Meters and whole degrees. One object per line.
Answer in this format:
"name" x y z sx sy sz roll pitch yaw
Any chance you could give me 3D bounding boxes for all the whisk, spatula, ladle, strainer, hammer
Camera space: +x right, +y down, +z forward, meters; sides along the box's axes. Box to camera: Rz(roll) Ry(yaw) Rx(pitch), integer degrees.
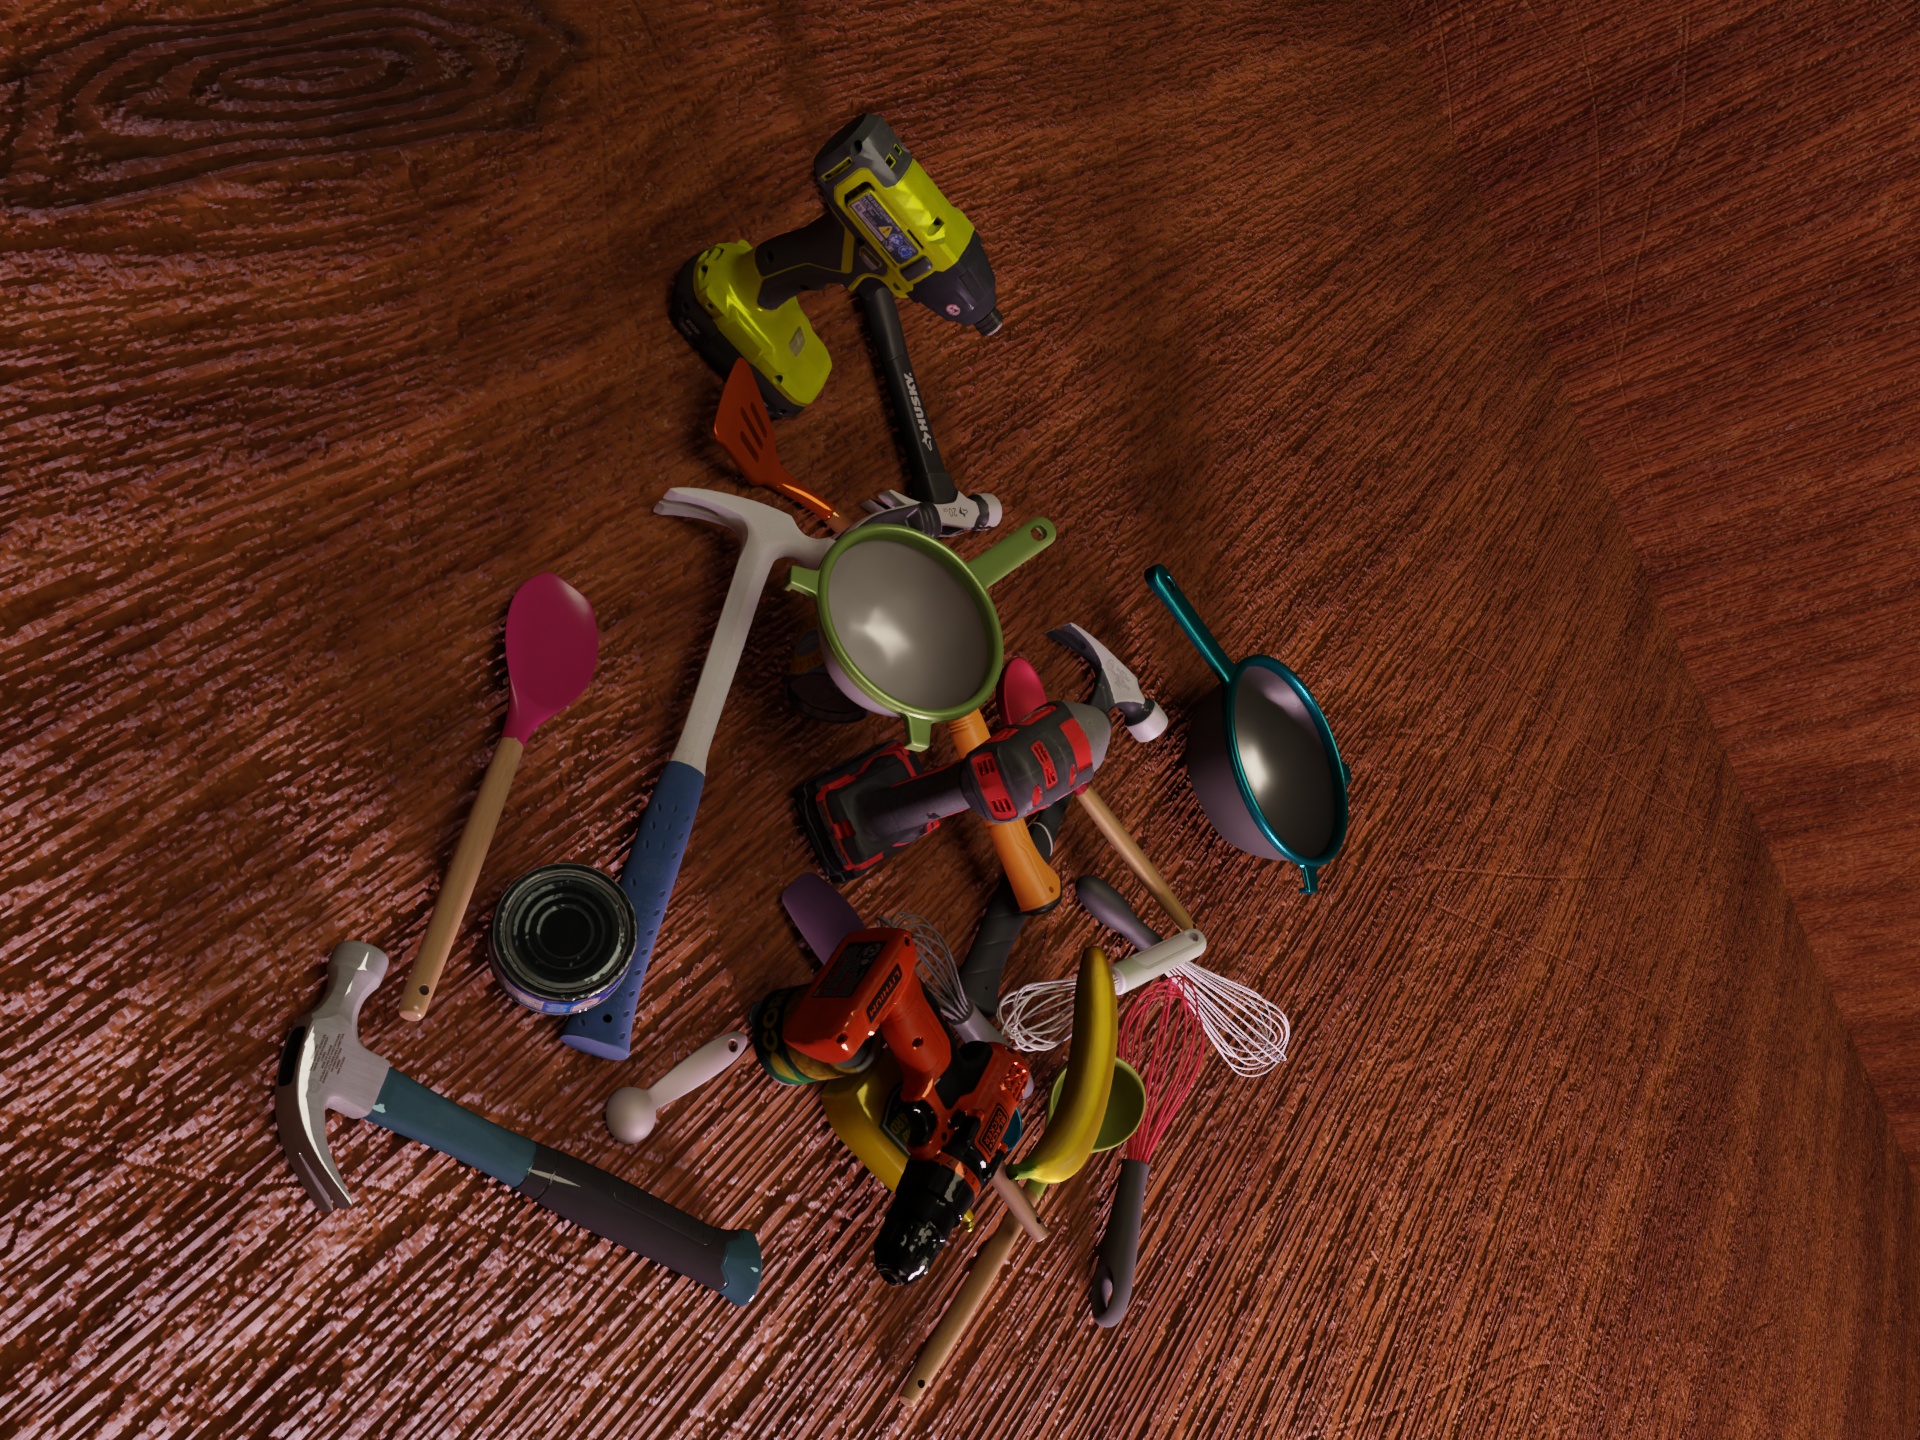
"whisk" -0.003 0.214 1.163 0.238 0.055 0.055 56 40 -39
"spatula" -0.027 0.242 1.139 0.316 0.018 0.060 56 34 -4
"spatula" -0.081 -0.151 1.246 0.322 0.041 0.081 39 48 -34
"whisk" 0.120 0.214 1.296 0.246 0.058 0.059 -16 131 -42
"ladle" 0.046 0.367 1.172 0.078 0.062 0.320 48 46 -6
"strainer" 0.246 0.001 1.521 0.340 0.095 0.211 52 40 -18
"strainer" -0.019 -0.082 1.153 0.151 0.069 0.256 53 46 -1
"whisk" 0.196 0.225 1.406 0.284 0.070 0.070 42 47 -23
"ladle" 0.118 0.075 1.340 0.315 0.031 0.069 52 42 -21
"hammer" -0.183 0.021 1.045 0.144 0.035 0.406 25 59 -20
"whisk" 0.147 0.343 1.297 0.073 0.073 0.296 38 55 -33
"hammer" -0.238 0.257 0.906 0.330 0.033 0.128 40 48 -32
"hammer" 0.071 0.082 1.332 0.149 0.036 0.409 49 44 -22
"hammer" -0.062 -0.316 1.339 0.146 0.035 0.335 -12 84 -51
"hammer" -0.002 -0.004 1.233 0.127 0.034 0.337 -26 95 -54

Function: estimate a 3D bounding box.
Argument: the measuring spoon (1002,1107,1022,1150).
"measuring spoon" -0.006 0.278 1.182 0.128 0.021 0.042 40 48 -20

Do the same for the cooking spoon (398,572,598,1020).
"cooking spoon" -0.274 0.034 0.942 0.068 0.017 0.319 39 41 -32

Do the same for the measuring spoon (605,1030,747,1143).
"measuring spoon" -0.173 0.226 1.004 0.124 0.018 0.034 -28 97 -51

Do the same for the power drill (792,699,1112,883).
"power drill" 0.001 0.041 1.120 0.143 0.219 0.078 -29 97 -50

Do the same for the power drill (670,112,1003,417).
"power drill" -0.089 -0.315 1.158 0.171 0.223 0.080 46 46 -27
